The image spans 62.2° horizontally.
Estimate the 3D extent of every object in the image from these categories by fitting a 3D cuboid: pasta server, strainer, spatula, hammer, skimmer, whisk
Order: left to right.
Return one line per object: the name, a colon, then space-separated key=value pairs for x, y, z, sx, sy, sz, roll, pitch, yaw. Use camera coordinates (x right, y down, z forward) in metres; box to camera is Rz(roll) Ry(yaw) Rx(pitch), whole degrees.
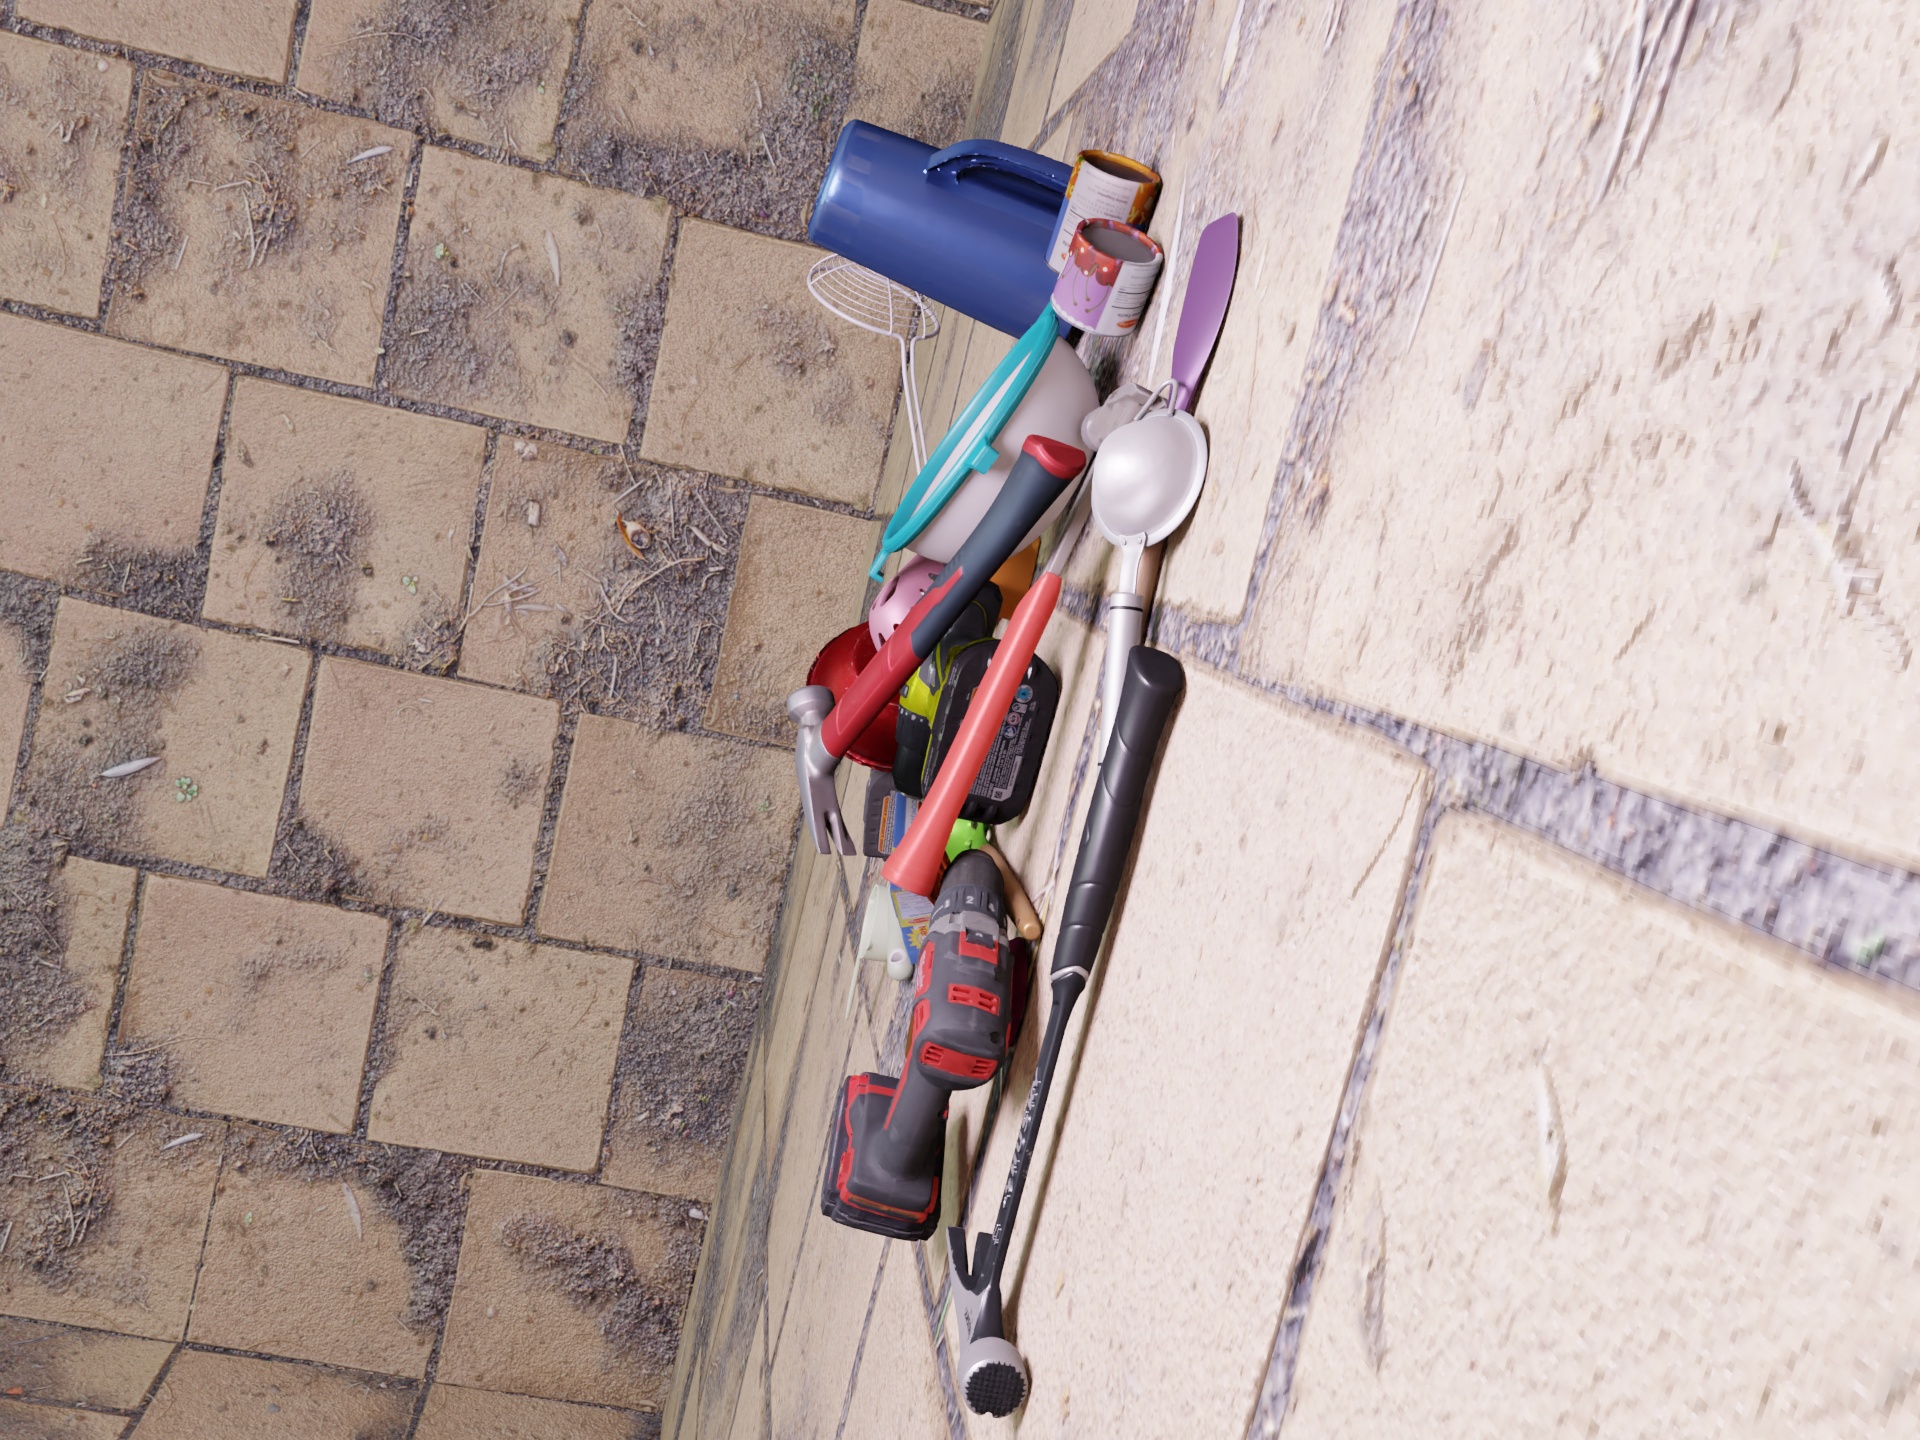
skimmer: x=-0.056 y=-0.253 z=1.430 sx=0.090 sy=0.127 sz=0.363 roll=-15 pitch=82 yaw=50
whisk: x=-0.060 y=0.162 z=1.577 sx=0.247 sy=0.058 sz=0.059 roll=-93 pitch=-17 yaw=-50
spatula: x=-0.029 y=0.186 z=1.238 sx=0.322 sy=0.041 sz=0.081 roll=102 pitch=165 yaw=-50
hammer: x=-0.023 y=-0.052 z=1.112 sx=0.386 sy=0.038 sz=0.143 roll=-48 pitch=46 yaw=45
pasta server: x=0.013 y=-0.170 z=1.290 sx=0.060 sy=0.040 sz=0.316 roll=-16 pitch=32 yaw=52
hammer: x=0.040 y=-0.051 z=1.046 sx=0.359 sy=0.036 sz=0.149 roll=-65 pitch=9 yaw=1
strainer: x=0.065 y=-0.236 z=1.216 sx=0.211 sy=0.095 sz=0.340 roll=-39 pitch=18 yaw=56
hammer: x=0.056 y=0.159 z=0.878 sx=0.149 sy=0.036 sz=0.409 roll=-126 pitch=50 yaw=-80
strainer: x=0.096 y=-0.075 z=0.910 sx=0.087 sy=0.050 sz=0.258 roll=0 pitch=83 yaw=48
spatula: x=0.122 y=-0.147 z=0.943 sx=0.060 sy=0.018 sz=0.316 roll=-170 pitch=93 yaw=-70

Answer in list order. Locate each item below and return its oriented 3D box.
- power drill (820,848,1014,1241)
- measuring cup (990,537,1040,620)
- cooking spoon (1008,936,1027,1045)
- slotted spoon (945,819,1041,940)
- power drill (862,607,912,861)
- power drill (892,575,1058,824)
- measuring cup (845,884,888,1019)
power drill: x=-0.020 y=0.212 z=1.059 sx=0.188 sy=0.080 sz=0.226 roll=-84 pitch=13 yaw=-56
measuring cup: x=0.025 y=-0.098 z=1.355 sx=0.095 sy=0.052 sz=0.174 roll=118 pitch=164 yaw=-59
cooking spoon: x=0.015 y=0.158 z=1.173 sx=0.319 sy=0.017 sz=0.068 roll=-122 pitch=45 yaw=-76
slotted spoon: x=0.023 y=0.108 z=1.176 sx=0.314 sy=0.031 sz=0.070 roll=-129 pitch=54 yaw=-76
power drill: x=-0.046 y=0.022 z=1.515 sx=0.223 sy=0.080 sz=0.171 roll=-88 pitch=5 yaw=-45
power drill: x=-0.002 y=-0.004 z=1.241 sx=0.229 sy=0.080 sz=0.190 roll=-124 pitch=47 yaw=-70
measuring cup: x=-0.086 y=0.245 z=1.631 sx=0.083 sy=0.038 sz=0.167 roll=-93 pitch=16 yaw=-60
